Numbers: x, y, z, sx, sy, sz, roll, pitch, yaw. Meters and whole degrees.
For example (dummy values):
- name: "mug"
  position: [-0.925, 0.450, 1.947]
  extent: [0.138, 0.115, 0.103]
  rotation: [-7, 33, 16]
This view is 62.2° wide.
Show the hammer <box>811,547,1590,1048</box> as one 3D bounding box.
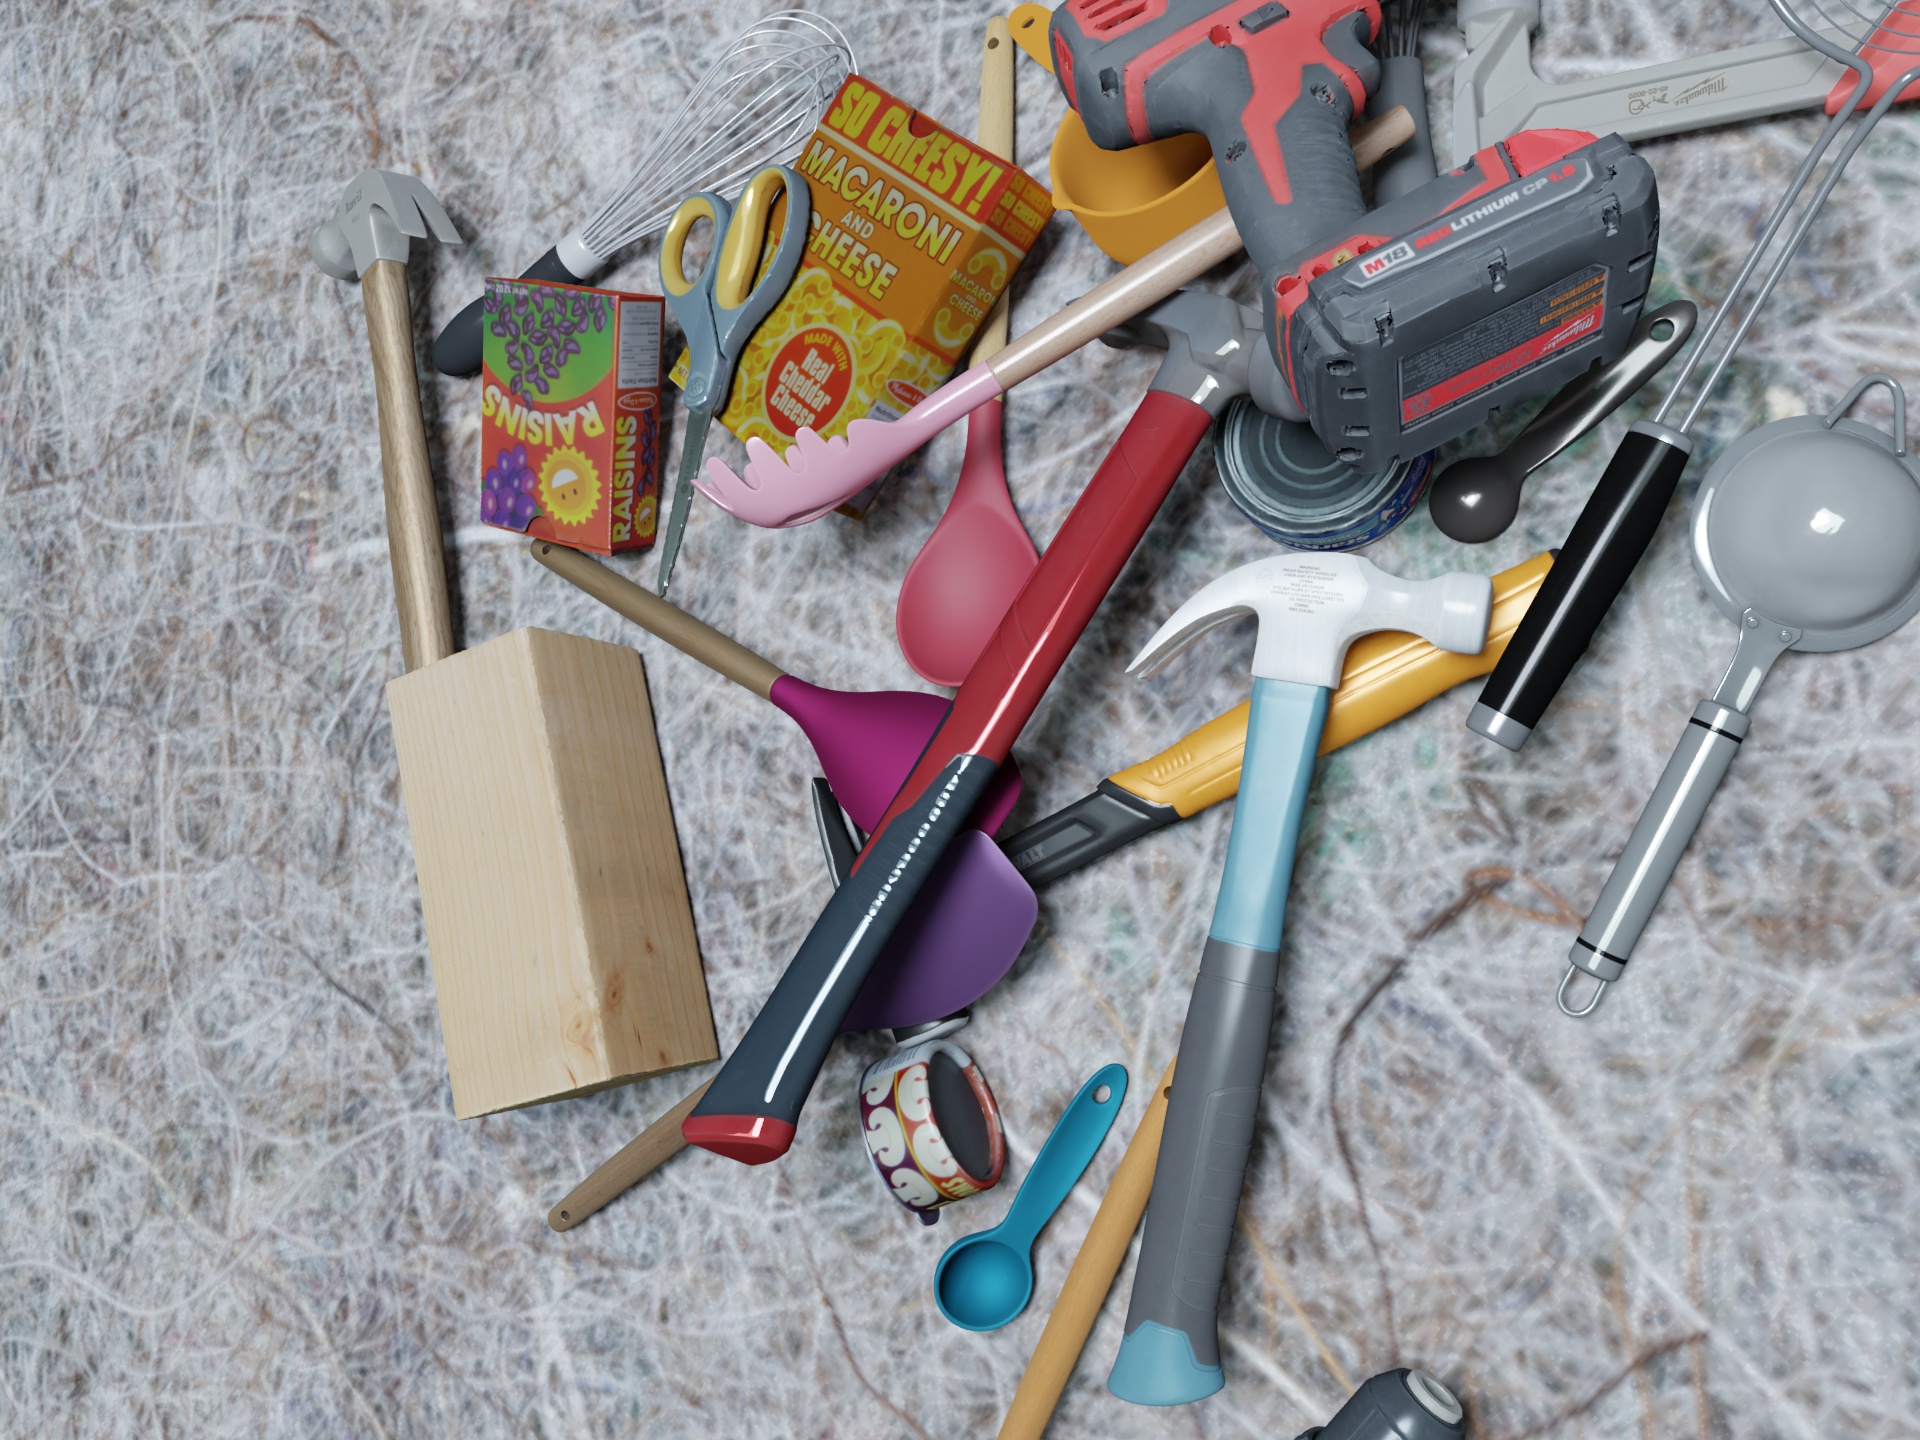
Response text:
- name: "hammer"
  position: [0.092, 0.015, 0.655]
  extent: [0.337, 0.034, 0.127]
  rotation: [-28, 74, 19]

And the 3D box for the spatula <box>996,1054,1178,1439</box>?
- name: "spatula"
  position: [0.030, 0.287, 0.660]
  extent: [0.081, 0.041, 0.322]
  rotation: [24, 90, 25]

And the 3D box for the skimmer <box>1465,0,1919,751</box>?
- name: "skimmer"
  position: [0.253, -0.160, 0.532]
  extent: [0.127, 0.090, 0.363]
  rotation: [38, 104, 49]

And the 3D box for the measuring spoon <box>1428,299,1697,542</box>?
- name: "measuring spoon"
  position: [0.232, -0.118, 0.614]
  extent: [0.124, 0.018, 0.034]
  rotation: [-43, 69, 14]

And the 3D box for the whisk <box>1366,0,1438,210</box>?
- name: "whisk"
  position: [0.177, -0.261, 0.644]
  extent: [0.055, 0.055, 0.239]
  rotation: [-6, 86, 24]

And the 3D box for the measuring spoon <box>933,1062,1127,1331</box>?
- name: "measuring spoon"
  position: [0.031, 0.197, 0.672]
  extent: [0.042, 0.021, 0.128]
  rotation: [33, 90, -13]

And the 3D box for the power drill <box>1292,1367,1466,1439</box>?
- name: "power drill"
  position: [0.173, 0.366, 0.555]
  extent: [0.229, 0.080, 0.190]
  rotation: [40, 101, 26]

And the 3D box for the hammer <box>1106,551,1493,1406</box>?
- name: "hammer"
  position: [0.107, 0.099, 0.605]
  extent: [0.128, 0.033, 0.331]
  rotation: [11, 91, 23]

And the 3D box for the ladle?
- name: "ladle"
  position: [0.011, -0.169, 0.718]
  extent: [0.069, 0.031, 0.315]
  rotation: [0, 82, 22]

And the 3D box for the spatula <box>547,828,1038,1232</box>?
- name: "spatula"
  position: [-0.086, 0.153, 0.704]
  extent: [0.316, 0.018, 0.060]
  rotation: [-40, 87, 25]

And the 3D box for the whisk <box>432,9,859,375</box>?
- name: "whisk"
  position: [-0.167, -0.254, 0.797]
  extent: [0.284, 0.070, 0.070]
  rotation: [-28, 73, 24]

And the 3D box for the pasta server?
- name: "pasta server"
  position: [0.033, -0.160, 0.639]
  extent: [0.316, 0.060, 0.040]
  rotation: [-30, 91, 12]

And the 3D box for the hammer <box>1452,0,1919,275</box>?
- name: "hammer"
  position: [0.360, -0.232, 0.559]
  extent: [0.359, 0.036, 0.149]
  rotation: [-3, 83, 25]

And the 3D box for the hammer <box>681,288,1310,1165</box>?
- name: "hammer"
  position: [-0.001, -0.002, 0.634]
  extent: [0.143, 0.038, 0.386]
  rotation: [29, 86, 51]

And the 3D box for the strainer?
- name: "strainer"
  position: [0.278, -0.006, 0.570]
  extent: [0.087, 0.050, 0.258]
  rotation: [25, 98, 10]

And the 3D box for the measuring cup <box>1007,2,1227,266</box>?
- name: "measuring cup"
  position: [0.071, -0.260, 0.693]
  extent: [0.095, 0.052, 0.174]
  rotation: [-40, 50, 11]

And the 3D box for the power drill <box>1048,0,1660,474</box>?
- name: "power drill"
  position: [0.153, -0.217, 0.560]
  extent: [0.188, 0.080, 0.227]
  rotation: [-26, 60, 4]

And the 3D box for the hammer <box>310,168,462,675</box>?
- name: "hammer"
  position: [-0.287, -0.126, 0.831]
  extent: [0.130, 0.031, 0.331]
  rotation: [-15, 82, 49]

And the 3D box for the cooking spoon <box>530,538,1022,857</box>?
- name: "cooking spoon"
  position: [-0.100, -0.025, 0.734]
  extent: [0.319, 0.017, 0.069]
  rotation: [29, 81, 33]
